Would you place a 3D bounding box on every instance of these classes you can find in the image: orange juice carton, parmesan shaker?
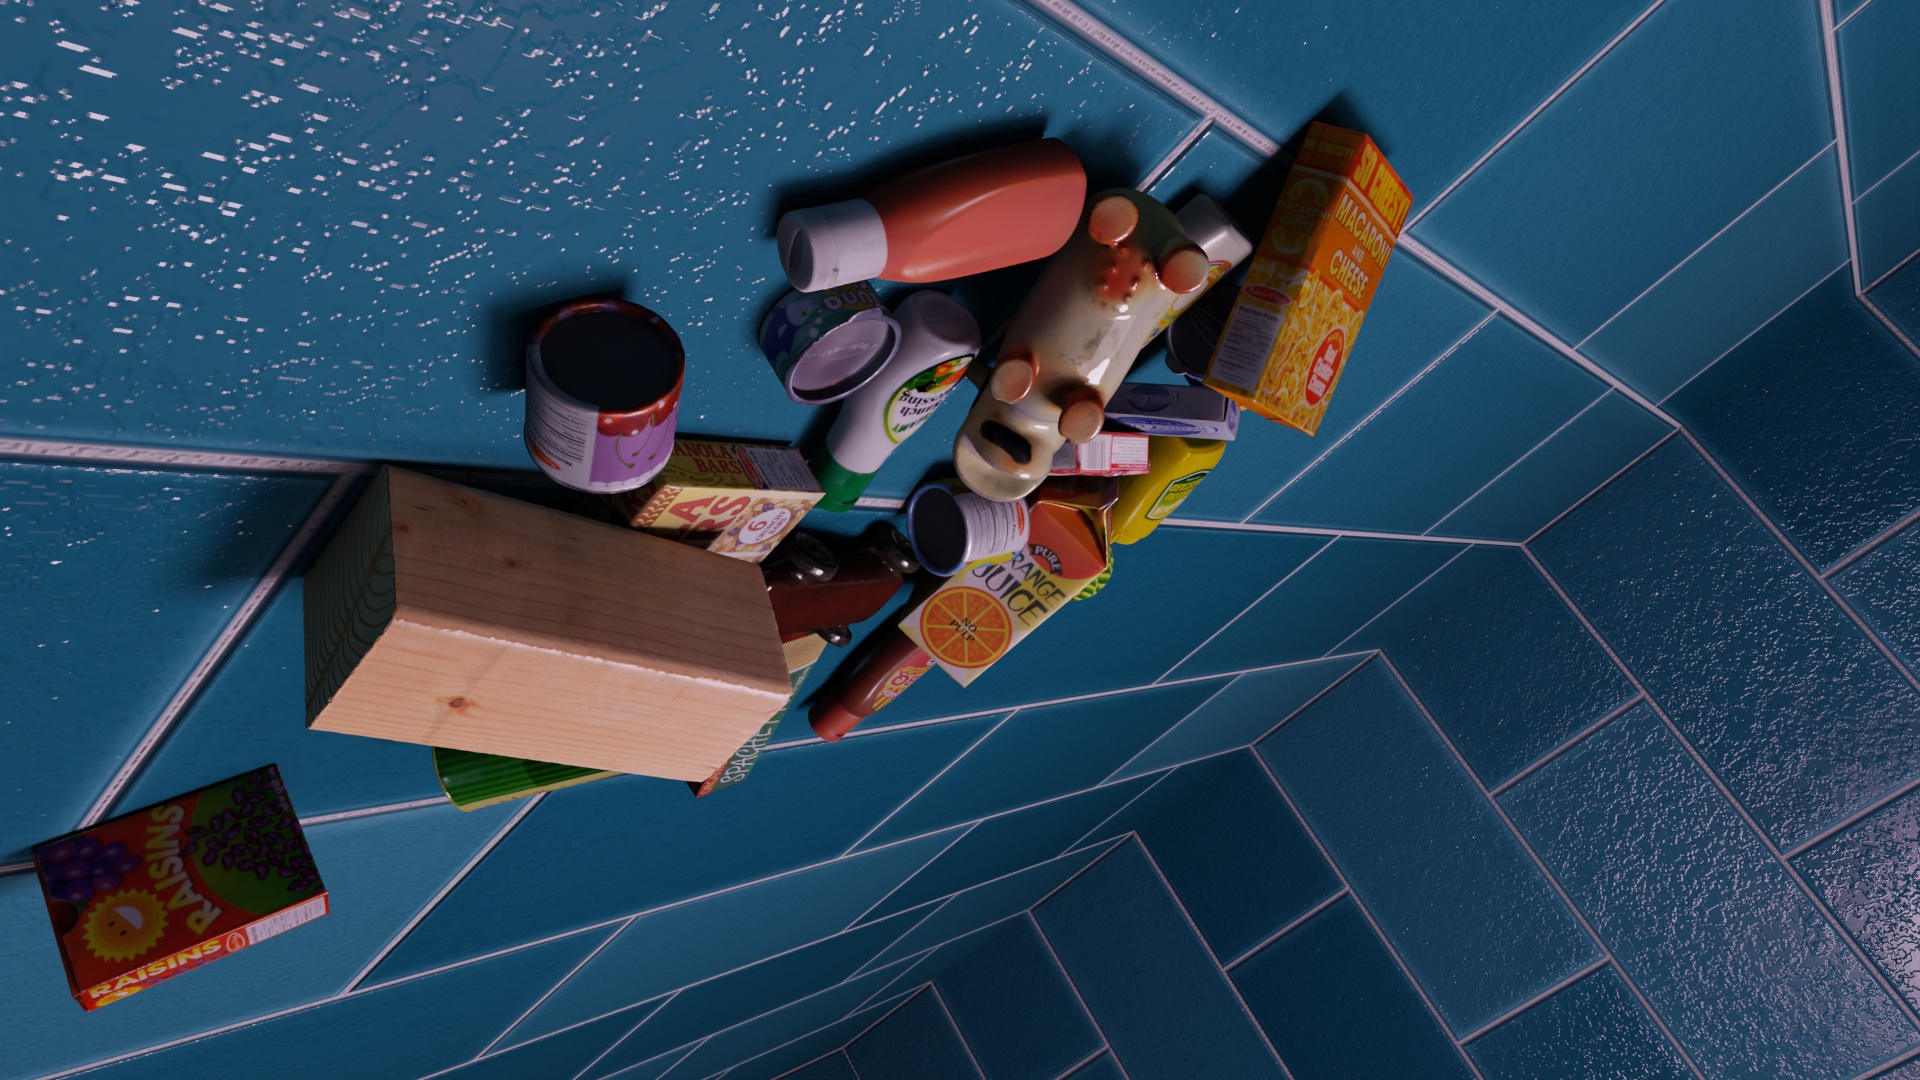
[{"bbox_3d":[0.048,0.014,1.025,0.192,0.073,0.072,-42,-168,23],"label":"orange juice carton"},{"bbox_3d":[-0.252,0.117,0.832,0.103,0.071,0.071,-14,159,4],"label":"parmesan shaker"}]

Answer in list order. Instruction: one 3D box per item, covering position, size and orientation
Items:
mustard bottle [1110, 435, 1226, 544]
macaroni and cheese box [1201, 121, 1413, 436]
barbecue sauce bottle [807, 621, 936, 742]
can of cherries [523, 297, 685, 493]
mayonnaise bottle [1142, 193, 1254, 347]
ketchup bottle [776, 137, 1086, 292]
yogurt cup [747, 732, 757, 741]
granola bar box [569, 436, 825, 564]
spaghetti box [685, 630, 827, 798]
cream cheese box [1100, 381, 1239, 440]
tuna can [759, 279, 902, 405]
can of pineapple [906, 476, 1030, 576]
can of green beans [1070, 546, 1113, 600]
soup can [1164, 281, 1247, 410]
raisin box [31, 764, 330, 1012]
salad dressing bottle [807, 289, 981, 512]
[{"bbox_3d":[0.152,-0.040,1.123,0.065,0.049,0.159,-15,153,-35],"label":"mustard bottle"},{"bbox_3d":[0.218,-0.158,0.863,0.124,0.040,0.166,12,101,-59],"label":"macaroni and cheese box"},{"bbox_3d":[-0.067,0.112,1.155,0.148,0.044,0.065,-42,158,23],"label":"barbecue sauce bottle"},{"bbox_3d":[-0.155,-0.065,0.609,0.072,0.071,0.058,-21,155,-29],"label":"can of cherries"},{"bbox_3d":[0.107,-0.143,0.841,0.147,0.041,0.065,-41,159,20],"label":"mayonnaise bottle"},{"bbox_3d":[-0.013,-0.149,0.654,0.149,0.043,0.064,-20,156,-30],"label":"ketchup bottle"},{"bbox_3d":[-0.183,0.123,0.997,0.072,0.054,0.072,-28,159,-12],"label":"yogurt cup"},{"bbox_3d":[-0.173,0.009,0.781,0.165,0.039,0.124,-44,156,27],"label":"granola bar box"},{"bbox_3d":[-0.161,0.128,1.076,0.050,0.029,0.248,-16,153,-36],"label":"spaghetti box"},{"bbox_3d":[0.134,-0.088,0.943,0.104,0.024,0.053,6,172,21],"label":"cream cheese box"},{"bbox_3d":[-0.065,-0.103,0.697,0.071,0.033,0.070,-28,159,-12],"label":"tuna can"},{"bbox_3d":[0.003,-0.012,0.951,0.058,0.071,0.070,-12,151,-42],"label":"can of pineapple"},{"bbox_3d":[0.088,0.011,1.120,0.071,0.071,0.057,-33,159,0],"label":"can of green beans"},{"bbox_3d":[0.177,-0.128,0.940,0.071,0.071,0.083,-36,159,9],"label":"soup can"},{"bbox_3d":[-0.421,0.187,0.755,0.124,0.086,0.040,-19,157,-31],"label":"raisin box"},{"bbox_3d":[-0.043,-0.074,0.776,0.064,0.044,0.147,-22,158,-46],"label":"salad dressing bottle"}]
